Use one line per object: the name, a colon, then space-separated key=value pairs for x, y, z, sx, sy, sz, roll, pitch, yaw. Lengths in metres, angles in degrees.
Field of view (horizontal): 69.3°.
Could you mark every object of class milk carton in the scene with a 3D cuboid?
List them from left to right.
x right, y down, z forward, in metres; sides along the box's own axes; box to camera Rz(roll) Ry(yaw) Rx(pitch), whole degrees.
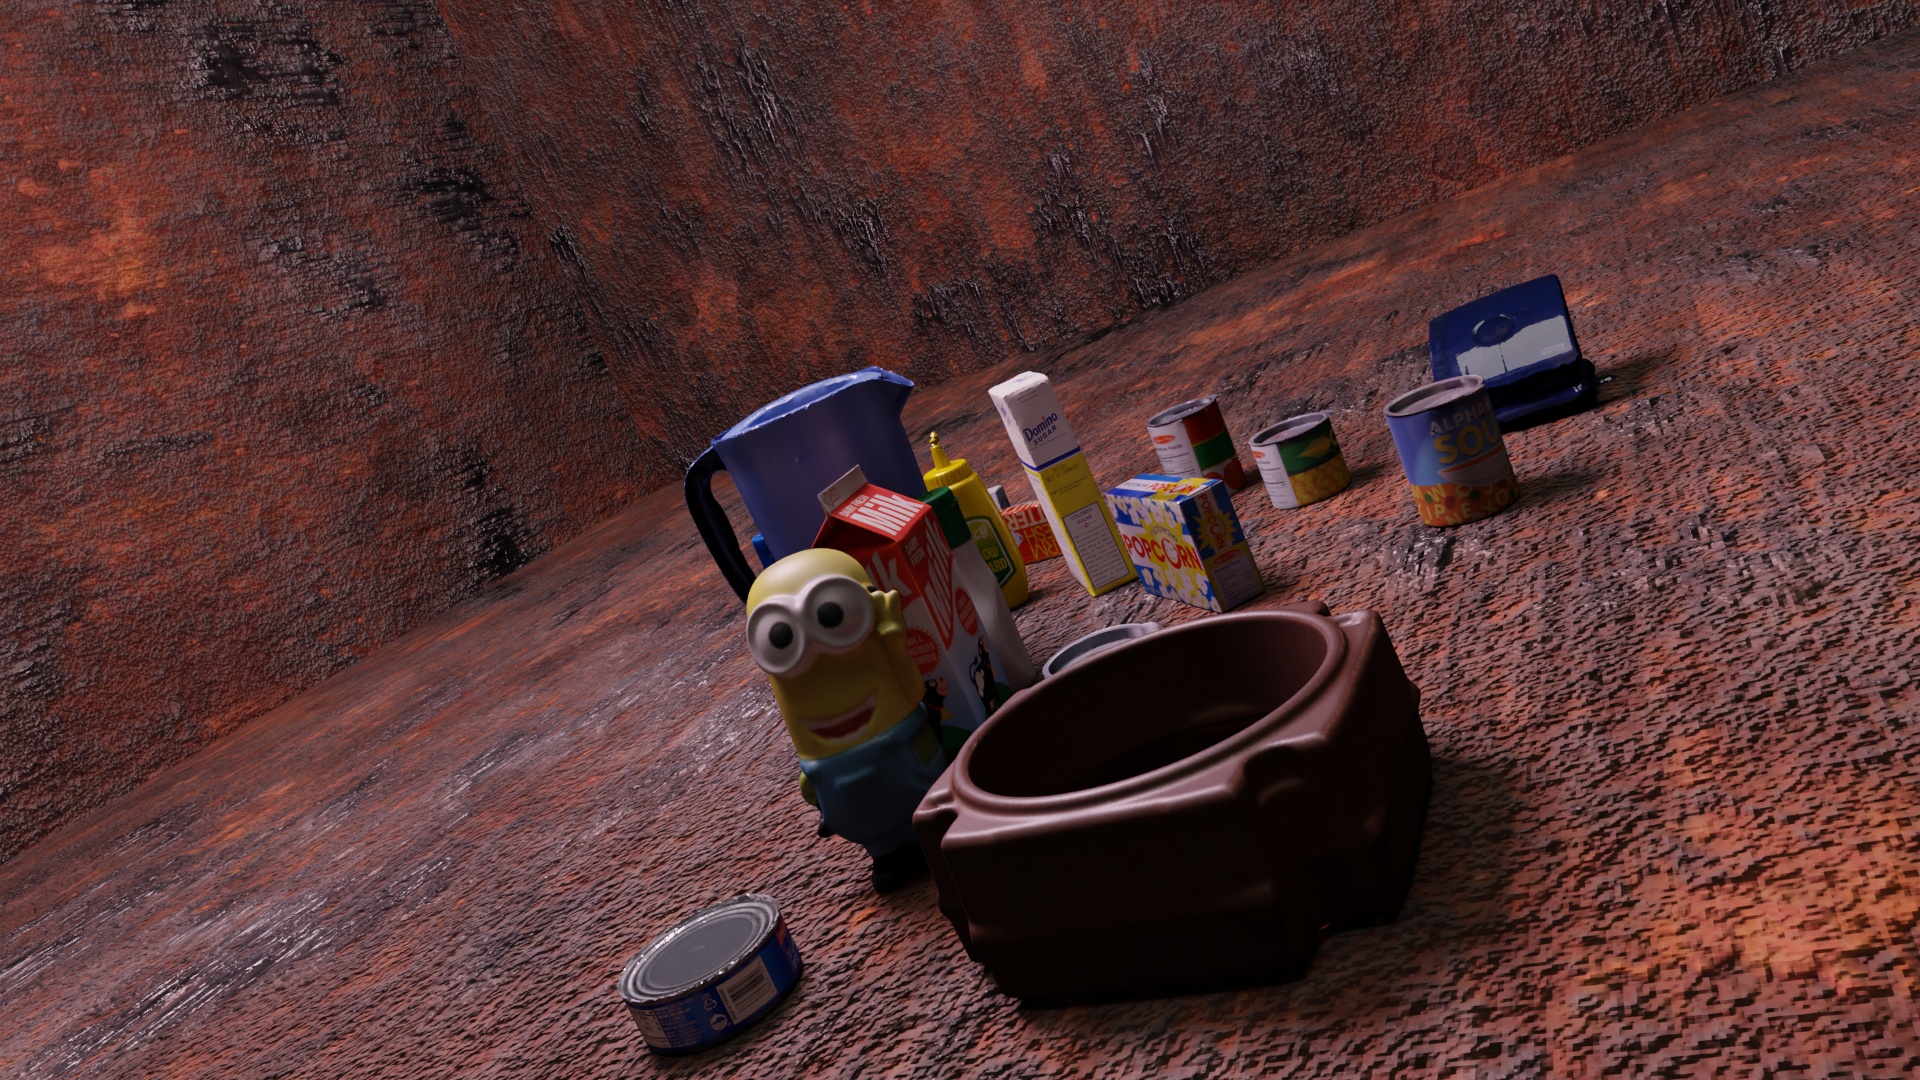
milk carton: x=-0.038 y=0.047 z=0.880 sx=0.073 sy=0.190 sz=0.072 roll=-19 pitch=12 yaw=21

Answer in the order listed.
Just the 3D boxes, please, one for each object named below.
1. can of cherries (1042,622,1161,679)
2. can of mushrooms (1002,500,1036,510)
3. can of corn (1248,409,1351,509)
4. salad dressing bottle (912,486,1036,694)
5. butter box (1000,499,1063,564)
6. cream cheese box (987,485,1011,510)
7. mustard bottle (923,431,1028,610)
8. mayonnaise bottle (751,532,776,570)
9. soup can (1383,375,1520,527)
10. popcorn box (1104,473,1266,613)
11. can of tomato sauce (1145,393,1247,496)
can of cherries: x=0.090 y=0.087 z=0.787 sx=0.071 sy=0.058 sz=0.071 roll=-22 pitch=11 yaw=5
can of mushrooms: x=0.052 y=-0.010 z=1.357 sx=0.071 sy=0.033 sz=0.071 roll=-22 pitch=12 yaw=5
can of corn: x=0.275 y=-0.065 z=1.115 sx=0.071 sy=0.058 sz=0.071 roll=-22 pitch=11 yaw=5
salad dressing bottle: x=0.005 y=0.036 z=0.954 sx=0.044 sy=0.147 sz=0.064 roll=-22 pitch=11 yaw=7
butter box: x=0.066 y=-0.008 z=1.269 sx=0.103 sy=0.053 sz=0.024 roll=-16 pitch=13 yaw=31
cream cheese box: x=0.005 y=-0.017 z=1.425 sx=0.103 sy=0.053 sz=0.024 roll=-17 pitch=13 yaw=28
mustard bottle: x=0.004 y=-0.014 z=1.152 sx=0.065 sy=0.160 sz=0.049 roll=-23 pitch=11 yaw=0
mayonnaise bottle: x=-0.117 y=0.059 z=1.084 sx=0.065 sy=0.147 sz=0.041 roll=-24 pitch=11 yaw=-3
soup can: x=0.329 y=-0.059 z=0.924 sx=0.071 sy=0.083 sz=0.071 roll=-22 pitch=11 yaw=5
popcorn box: x=0.157 y=-0.001 z=0.986 sx=0.038 sy=0.085 sz=0.126 roll=-26 pitch=12 yaw=-14
can of tomato sauce: x=0.212 y=-0.079 z=1.236 sx=0.071 sy=0.083 sz=0.071 roll=-22 pitch=11 yaw=5
